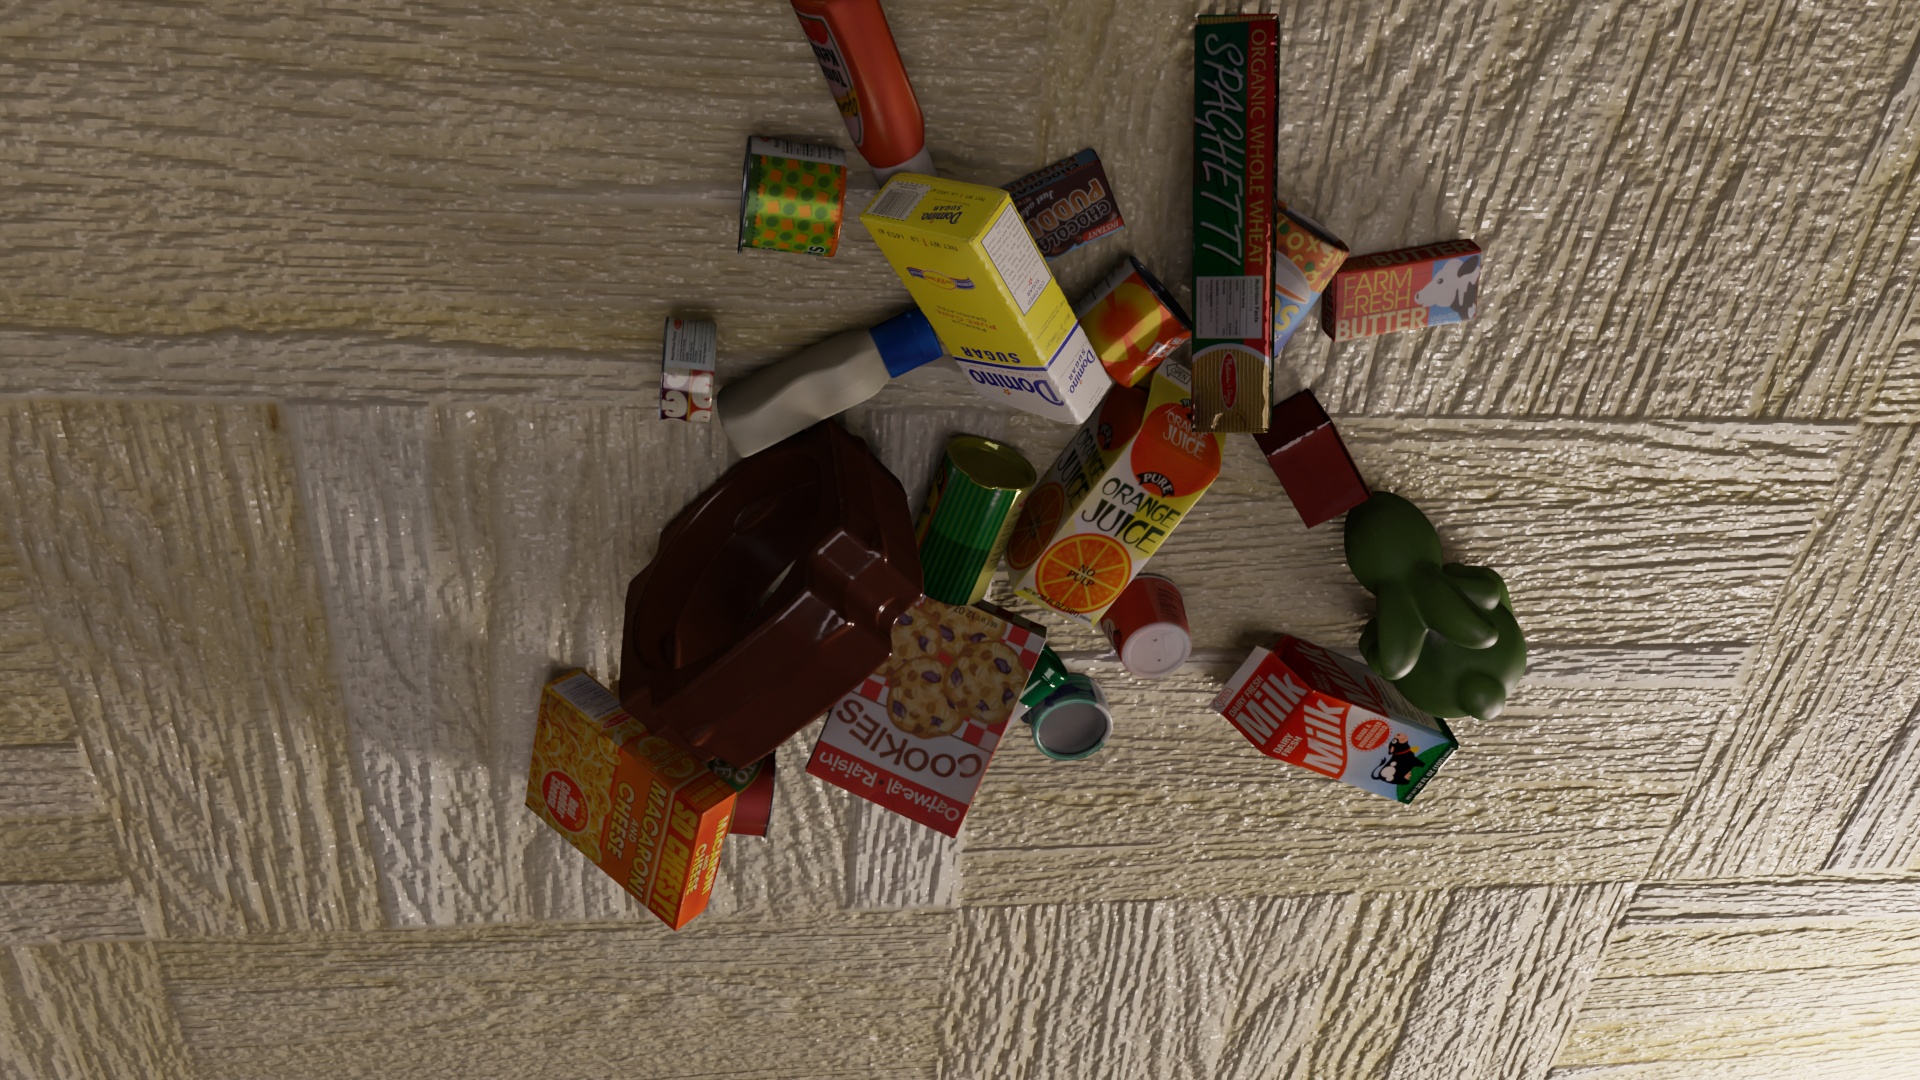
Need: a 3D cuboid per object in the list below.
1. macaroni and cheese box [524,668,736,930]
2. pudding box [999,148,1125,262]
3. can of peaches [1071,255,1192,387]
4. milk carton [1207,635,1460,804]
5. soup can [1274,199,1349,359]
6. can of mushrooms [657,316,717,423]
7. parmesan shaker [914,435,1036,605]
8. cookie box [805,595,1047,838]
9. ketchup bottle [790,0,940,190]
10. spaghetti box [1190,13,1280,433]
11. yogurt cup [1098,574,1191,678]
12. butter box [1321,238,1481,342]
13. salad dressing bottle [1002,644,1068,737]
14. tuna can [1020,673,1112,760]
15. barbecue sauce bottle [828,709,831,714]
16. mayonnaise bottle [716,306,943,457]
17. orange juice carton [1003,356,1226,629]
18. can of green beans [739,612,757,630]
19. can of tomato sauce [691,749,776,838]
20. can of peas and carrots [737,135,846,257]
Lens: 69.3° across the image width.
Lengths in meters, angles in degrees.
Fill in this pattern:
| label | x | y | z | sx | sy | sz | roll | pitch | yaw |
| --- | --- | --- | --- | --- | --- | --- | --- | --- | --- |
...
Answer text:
| label | x | y | z | sx | sy | sz | roll | pitch | yaw |
| --- | --- | --- | --- | --- | --- | --- | --- | --- | --- |
| macaroni and cheese box | -0.247 | 0.190 | 1.030 | 0.167 | 0.040 | 0.123 | 32 | 123 | 22 |
| pudding box | 0.056 | -0.206 | 0.880 | 0.083 | 0.030 | 0.049 | -22 | 124 | 7 |
| can of peaches | 0.112 | -0.140 | 0.908 | 0.058 | 0.071 | 0.071 | -40 | 120 | 18 |
| milk carton | 0.295 | 0.139 | 1.114 | 0.190 | 0.074 | 0.072 | 22 | 118 | -20 |
| soup can | 0.200 | -0.170 | 0.900 | 0.071 | 0.072 | 0.083 | 22 | 117 | -21 |
| can of mushrooms | -0.175 | -0.107 | 0.890 | 0.033 | 0.071 | 0.070 | 4 | 122 | -11 |
| parmesan shaker | 0.003 | -0.012 | 0.974 | 0.071 | 0.071 | 0.102 | 14 | 120 | -16 |
| cookie box | -0.026 | 0.117 | 1.021 | 0.123 | 0.040 | 0.167 | 24 | 99 | 0 |
| ketchup bottle | -0.050 | -0.260 | 0.813 | 0.043 | 0.065 | 0.148 | -33 | 132 | -8 |
| spaghetti box | 0.169 | -0.191 | 0.852 | 0.050 | 0.029 | 0.249 | 2 | 104 | 16 |
| yogurt cup | 0.143 | 0.068 | 1.058 | 0.072 | 0.054 | 0.072 | -4 | 124 | -6 |
| butter box | 0.299 | -0.170 | 0.943 | 0.103 | 0.024 | 0.052 | -9 | 124 | -2 |
| salad dressing bottle | 0.018 | 0.138 | 1.092 | 0.147 | 0.044 | 0.064 | -39 | 109 | 16 |
| tuna can | 0.085 | 0.142 | 1.110 | 0.071 | 0.033 | 0.070 | -4 | 123 | -6 |
| barbecue sauce bottle | -0.027 | 0.108 | 1.065 | 0.148 | 0.044 | 0.064 | -25 | 111 | 8 |
| mayonnaise bottle | -0.085 | -0.106 | 0.907 | 0.148 | 0.065 | 0.041 | -24 | 122 | 3 |
| orange juice carton | 0.113 | -0.038 | 0.972 | 0.072 | 0.073 | 0.192 | 27 | 115 | -23 |
| can of green beans | -0.125 | 0.080 | 1.019 | 0.058 | 0.071 | 0.071 | -13 | 124 | 0 |
| can of tomato sauce | -0.190 | 0.193 | 1.084 | 0.083 | 0.071 | 0.070 | 8 | 122 | -13 |
| can of peas and carrots | -0.102 | -0.204 | 0.836 | 0.059 | 0.071 | 0.070 | 4 | 122 | -12 |
